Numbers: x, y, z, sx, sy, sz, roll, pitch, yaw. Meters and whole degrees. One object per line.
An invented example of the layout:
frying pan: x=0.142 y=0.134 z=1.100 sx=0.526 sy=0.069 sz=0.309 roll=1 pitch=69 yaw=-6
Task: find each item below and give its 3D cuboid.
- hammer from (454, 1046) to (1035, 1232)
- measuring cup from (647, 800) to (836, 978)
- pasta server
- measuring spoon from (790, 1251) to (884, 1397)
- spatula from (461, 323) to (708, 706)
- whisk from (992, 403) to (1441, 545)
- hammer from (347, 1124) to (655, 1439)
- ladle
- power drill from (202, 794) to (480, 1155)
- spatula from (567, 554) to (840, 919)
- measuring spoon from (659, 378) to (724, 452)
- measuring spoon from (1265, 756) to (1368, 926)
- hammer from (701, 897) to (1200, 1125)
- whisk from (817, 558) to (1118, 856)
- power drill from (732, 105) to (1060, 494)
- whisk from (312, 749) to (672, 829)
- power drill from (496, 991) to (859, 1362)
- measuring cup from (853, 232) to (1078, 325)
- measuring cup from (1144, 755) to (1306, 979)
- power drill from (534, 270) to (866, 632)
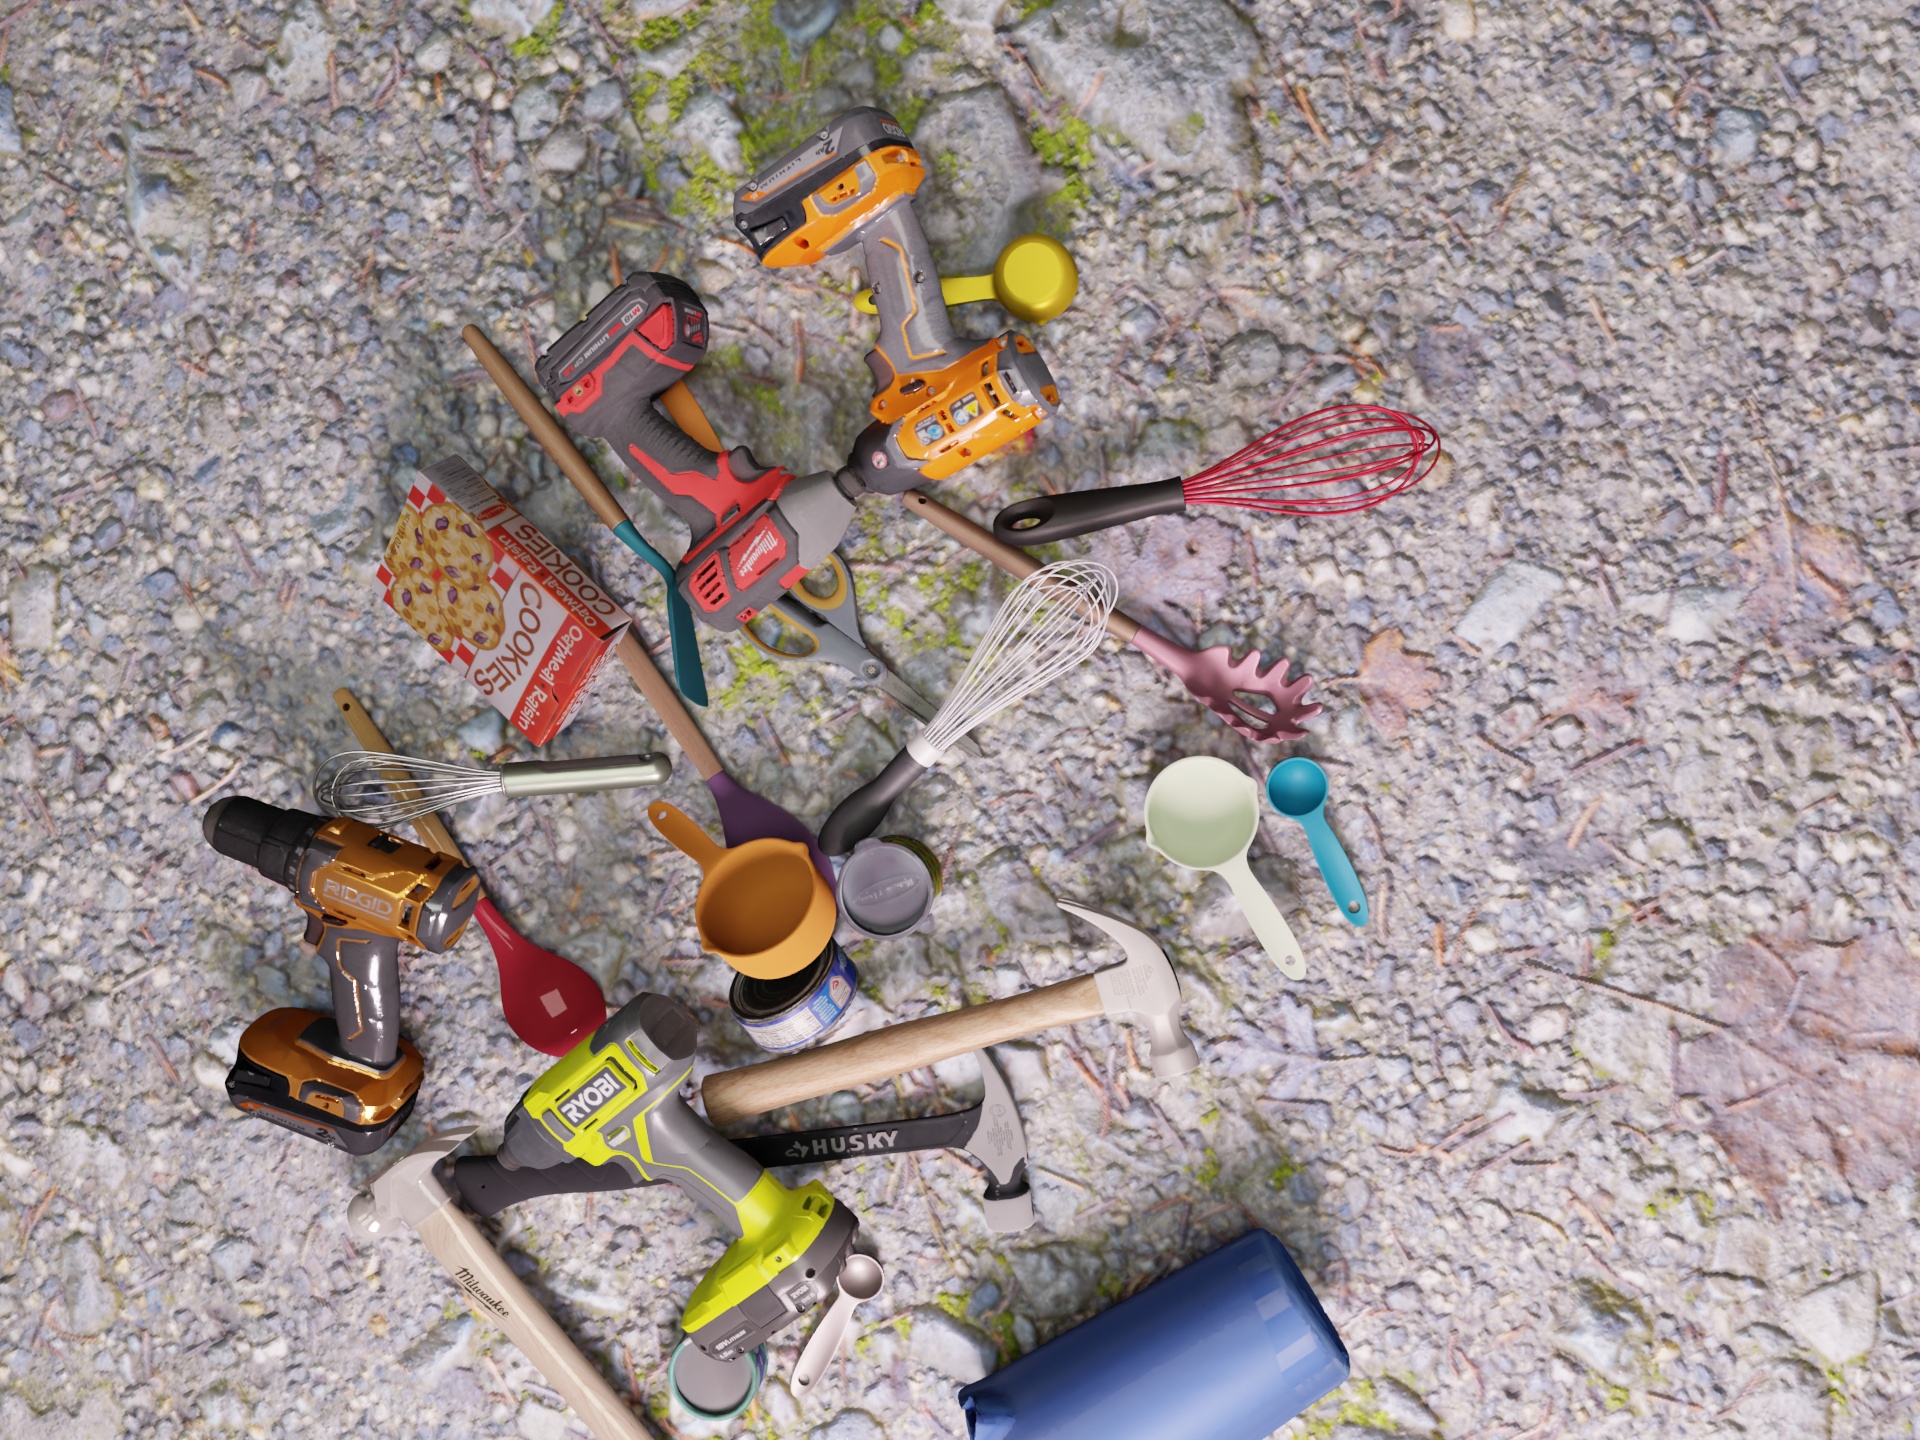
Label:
hammer: x=-0.158 y=0.300 z=1.116 sx=0.409 sy=0.036 sz=0.149 roll=-8 pitch=90 yaw=7
measuring cup: x=-0.155 y=0.110 z=1.088 sx=0.095 sy=0.052 sz=0.174 roll=-47 pitch=51 yaw=-12
pasta server: x=0.097 y=-0.076 z=1.074 sx=0.316 sy=0.040 sz=0.060 roll=32 pitch=69 yaw=6
measuring spoon: x=-0.089 y=0.427 z=1.126 sx=0.034 sy=0.018 sz=0.124 roll=28 pitch=102 yaw=4
spatula: x=-0.259 y=-0.148 z=1.103 sx=0.044 sy=0.082 sz=0.317 roll=-38 pitch=82 yaw=0
whisk: x=0.166 y=-0.154 z=1.050 sx=0.296 sy=0.073 sz=0.073 roll=-10 pitch=91 yaw=8
hammer: x=-0.260 y=0.463 z=1.111 sx=0.146 sy=0.038 sz=0.410 roll=-39 pitch=91 yaw=34
ladle: x=-0.357 y=0.107 z=1.135 sx=0.069 sy=0.031 sz=0.315 roll=-35 pitch=87 yaw=4
power drill: x=-0.440 y=0.166 z=1.089 sx=0.185 sy=0.084 sz=0.226 roll=20 pitch=111 yaw=3
spatula: x=-0.185 y=0.016 z=1.116 sx=0.060 sy=0.018 sz=0.316 roll=-35 pitch=90 yaw=3
measuring spoon: x=-0.188 y=-0.210 z=1.111 sx=0.021 sy=0.011 sz=0.117 roll=-34 pitch=88 yaw=6
measuring spoon: x=0.245 y=0.082 z=1.078 sx=0.042 sy=0.021 sz=0.128 roll=-26 pitch=98 yaw=6
hammer: x=-0.017 y=0.211 z=1.066 sx=0.331 sy=0.031 sz=0.130 roll=-17 pitch=86 yaw=7
whisk: x=-0.002 y=-0.004 z=1.061 sx=0.070 sy=0.070 sz=0.284 roll=46 pitch=109 yaw=3
power drill: x=-0.055 y=-0.265 z=1.055 sx=0.164 sy=0.084 sz=0.226 roll=-28 pitch=95 yaw=23
whisk: x=-0.325 y=0.041 z=1.107 sx=0.246 sy=0.058 sz=0.059 roll=-4 pitch=111 yaw=-5
power drill: x=-0.191 y=0.307 z=1.054 sx=0.171 sy=0.080 sz=0.223 roll=-40 pitch=96 yaw=22
measuring cup: x=0.002 y=-0.295 z=1.079 sx=0.156 sy=0.029 sz=0.062 roll=-5 pitch=92 yaw=7
measuring cup: x=0.185 y=0.099 z=1.072 sx=0.083 sy=0.038 sz=0.167 roll=-31 pitch=91 yaw=6
power drill: x=-0.169 y=-0.184 z=1.067 sx=0.143 sy=0.078 sz=0.220 roll=-37 pitch=87 yaw=14
